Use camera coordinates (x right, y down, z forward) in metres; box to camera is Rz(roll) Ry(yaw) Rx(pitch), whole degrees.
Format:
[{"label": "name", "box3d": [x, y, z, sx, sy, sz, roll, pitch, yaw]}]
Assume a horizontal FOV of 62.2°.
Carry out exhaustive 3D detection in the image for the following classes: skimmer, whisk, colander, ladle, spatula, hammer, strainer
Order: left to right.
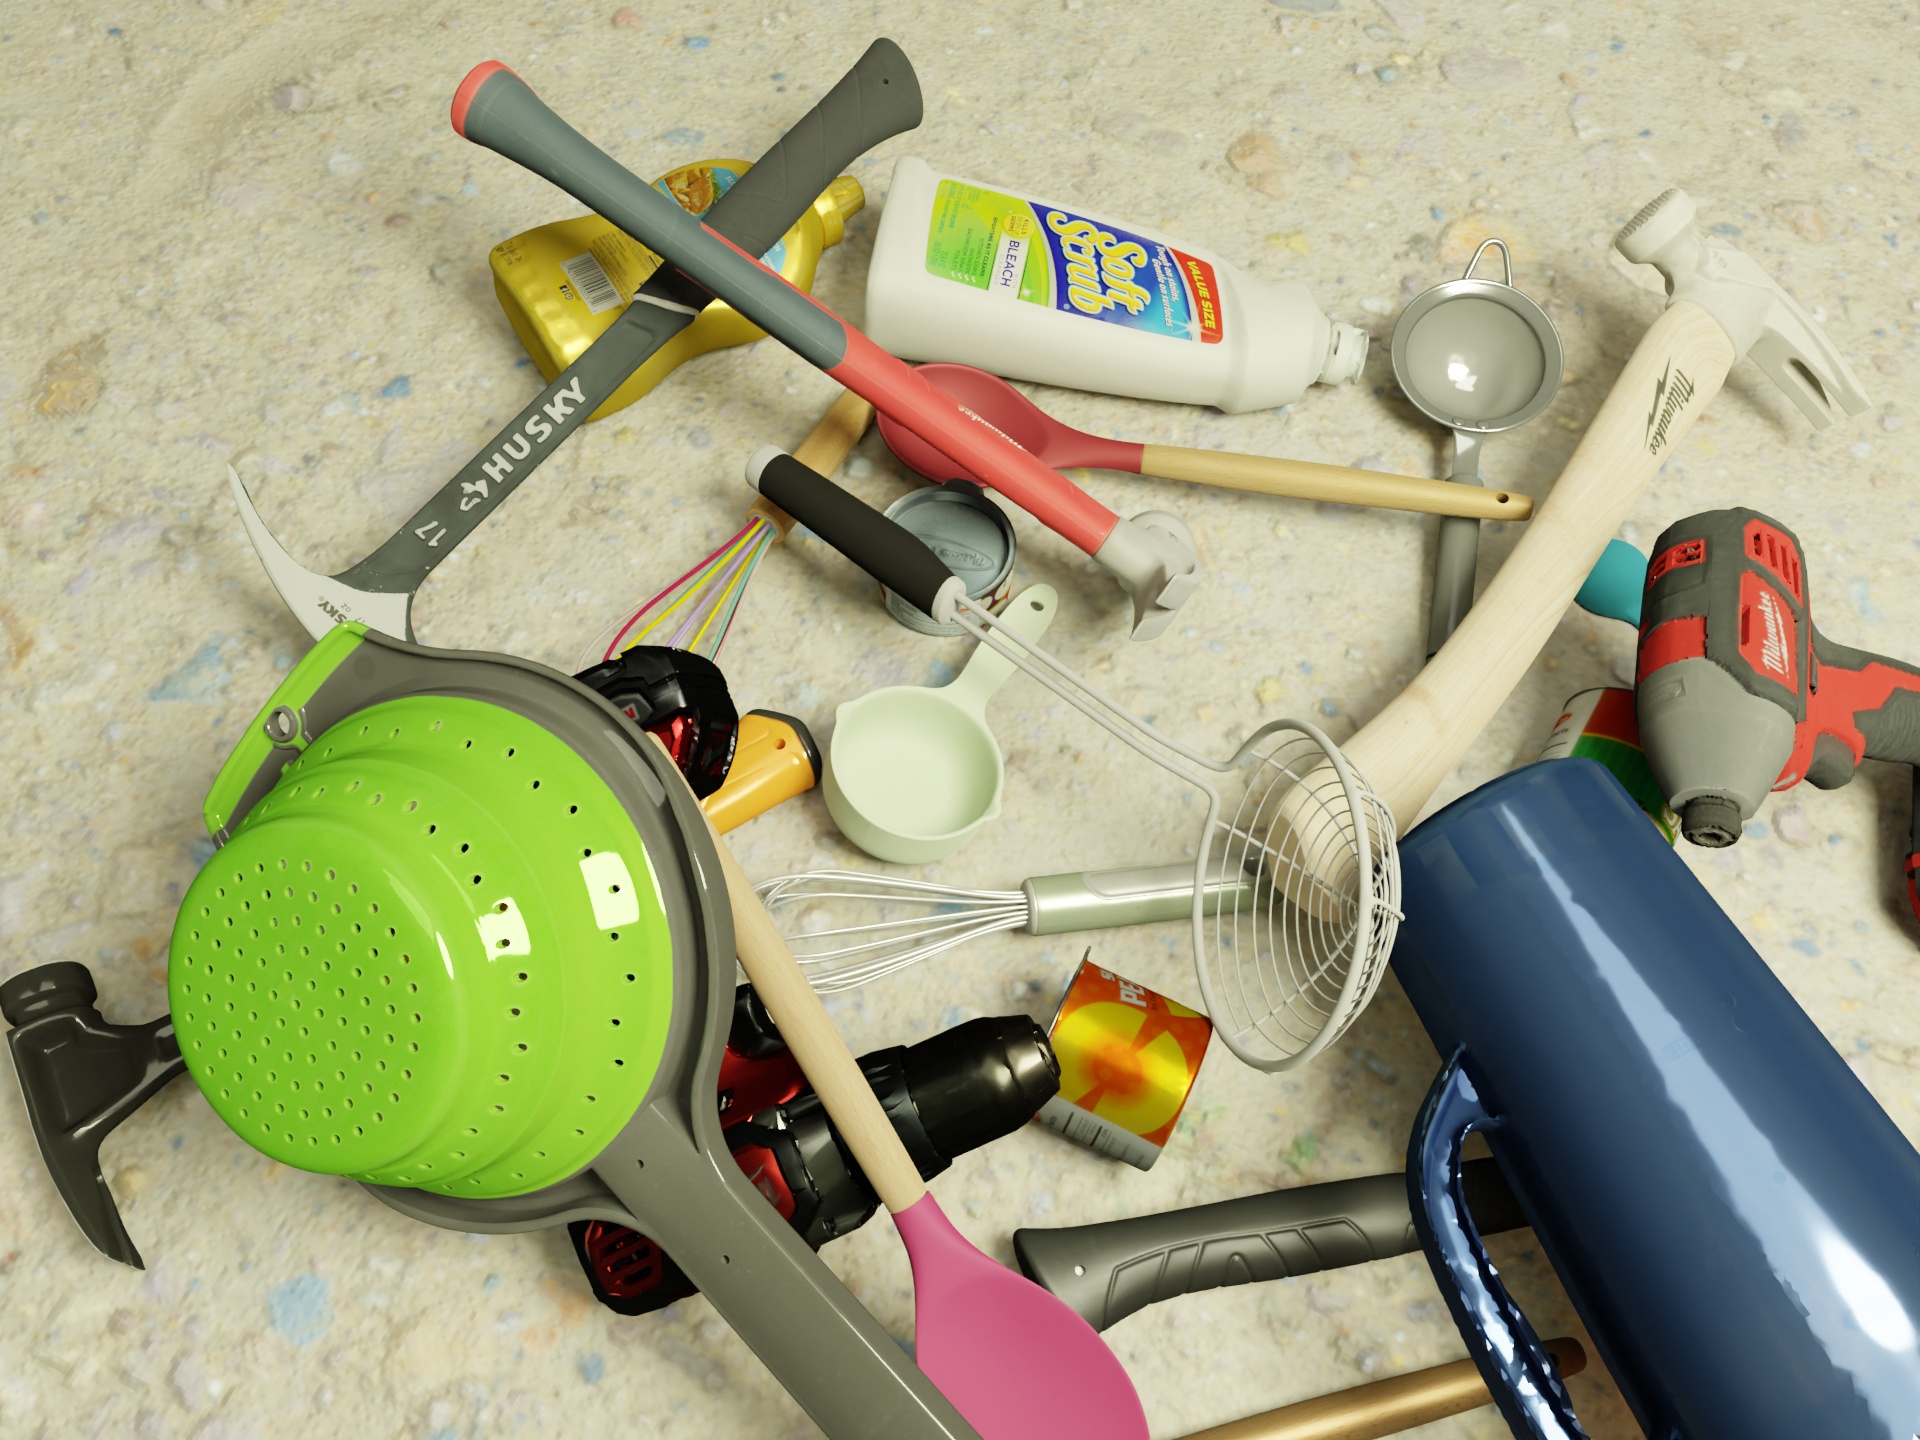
[{"label": "hammer", "box3d": [-0.207, 0.088, 0.655, 0.337, 0.034, 0.127, -26, 66, -15]}, {"label": "colander", "box3d": [-0.127, 0.138, 0.506, 0.397, 0.094, 0.204, 45, 107, 10]}, {"label": "hammer", "box3d": [-0.156, -0.184, 0.746, 0.149, 0.036, 0.409, 41, 73, -6]}, {"label": "whisk", "box3d": [-0.102, -0.077, 0.737, 0.051, 0.047, 0.245, 6, 51, 38]}, {"label": "hammer", "box3d": [-0.060, -0.163, 0.692, 0.386, 0.143, 0.038, 35, 107, -2]}, {"label": "whisk", "box3d": [0.021, 0.078, 0.667, 0.246, 0.059, 0.058, -5, 35, -10]}, {"label": "skimmer", "box3d": [0.022, -0.009, 0.635, 0.363, 0.127, 0.090, 37, 39, 24]}, {"label": "ladle", "box3d": [0.114, -0.125, 0.769, 0.315, 0.031, 0.069, 9, 70, 8]}, {"label": "spatula", "box3d": [0.085, 0.269, 0.571, 0.317, 0.044, 0.082, -11, 67, -10]}, {"label": "hammer", "box3d": [0.186, 0.185, 0.625, 0.334, 0.035, 0.146, -8, 64, -7]}, {"label": "strainer", "box3d": [0.246, -0.119, 0.783, 0.087, 0.050, 0.259, 11, 68, 5]}, {"label": "hammer", "box3d": [0.272, -0.066, 0.714, 0.146, 0.038, 0.411, 43, 69, -5]}]

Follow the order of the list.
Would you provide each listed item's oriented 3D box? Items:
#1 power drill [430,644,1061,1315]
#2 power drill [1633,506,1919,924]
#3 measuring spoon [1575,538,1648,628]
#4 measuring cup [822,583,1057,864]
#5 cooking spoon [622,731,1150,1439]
[{"label": "power drill", "box3d": [-0.085, 0.087, 0.594, 0.188, 0.080, 0.227, -25, 84, 4]}, {"label": "power drill", "box3d": [0.374, 0.016, 0.657, 0.219, 0.078, 0.143, 24, 62, -14]}, {"label": "measuring spoon", "box3d": [0.344, -0.042, 0.756, 0.042, 0.021, 0.129, -33, 68, -18]}, {"label": "measuring cup", "box3d": [-0.001, -0.002, 0.716, 0.083, 0.038, 0.168, 33, 52, 5]}, {"label": "cooking spoon", "box3d": [-0.031, 0.143, 0.547, 0.069, 0.017, 0.319, -31, 89, -3]}]
